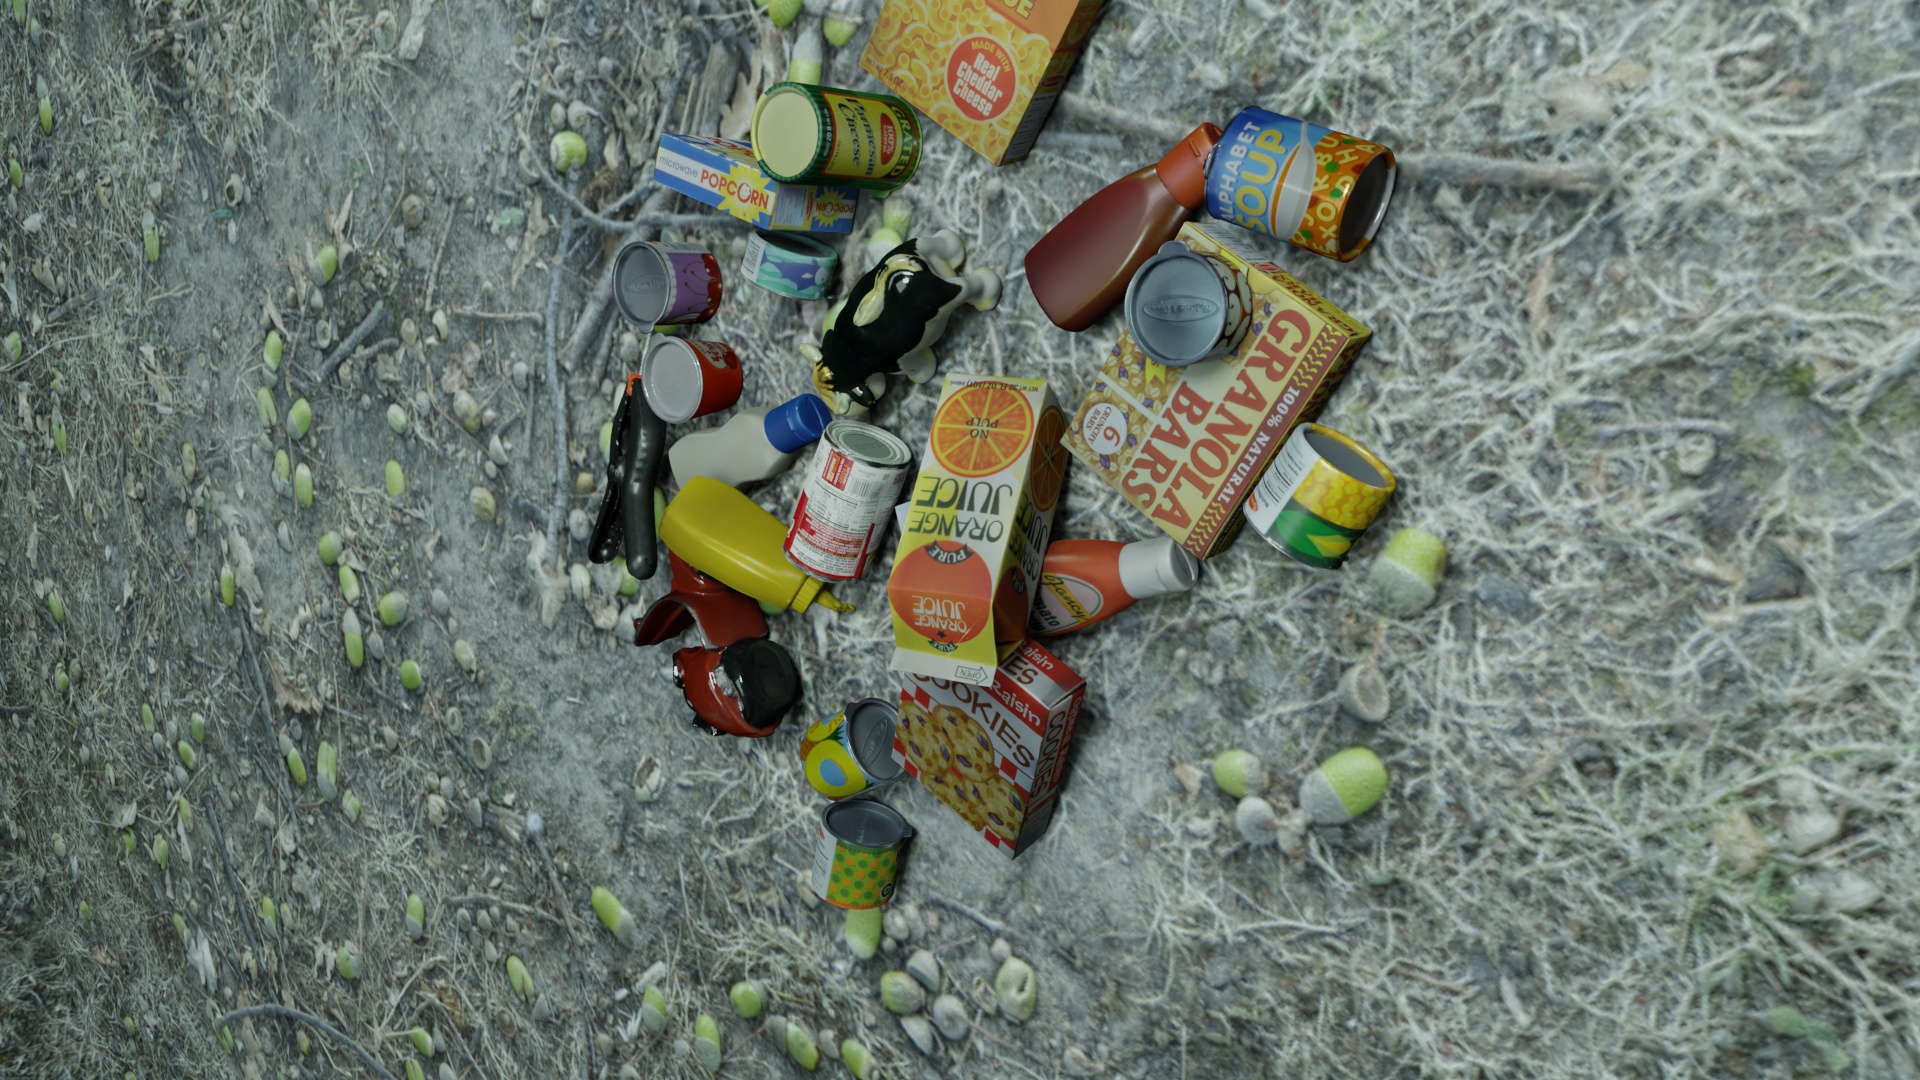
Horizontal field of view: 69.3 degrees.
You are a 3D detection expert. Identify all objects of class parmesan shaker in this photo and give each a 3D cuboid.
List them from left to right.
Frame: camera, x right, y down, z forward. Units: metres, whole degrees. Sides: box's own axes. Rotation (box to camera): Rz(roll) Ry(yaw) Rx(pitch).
[{"bbox_3d":[-0.083,-0.270,0.944,0.071,0.103,0.071,8,104,36],"label":"parmesan shaker"}]

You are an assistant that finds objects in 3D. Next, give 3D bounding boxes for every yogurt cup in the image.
[{"bbox_3d":[-0.210,-0.128,1.098,0.072,0.054,0.072,8,104,36],"label":"yogurt cup"}]

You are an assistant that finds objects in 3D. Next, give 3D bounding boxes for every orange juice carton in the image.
[{"bbox_3d":[0.010,-0.004,0.878,0.072,0.073,0.193,7,70,22],"label":"orange juice carton"}]

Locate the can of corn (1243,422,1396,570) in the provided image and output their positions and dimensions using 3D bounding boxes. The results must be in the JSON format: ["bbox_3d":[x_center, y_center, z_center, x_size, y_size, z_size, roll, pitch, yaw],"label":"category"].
[{"bbox_3d":[0.208,-0.025,0.795,0.071,0.071,0.058,42,121,23],"label":"can of corn"}]

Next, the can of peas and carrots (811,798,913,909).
[{"bbox_3d":[-0.075,0.239,1.061,0.071,0.071,0.058,24,113,32],"label":"can of peas and carrots"}]

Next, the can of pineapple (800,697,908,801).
[{"bbox_3d":[-0.079,0.156,1.045,0.057,0.071,0.071,-29,81,38],"label":"can of pineapple"}]

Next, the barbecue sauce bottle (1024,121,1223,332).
[{"bbox_3d":[0.106,-0.194,0.852,0.148,0.044,0.065,-38,63,35],"label":"barbecue sauce bottle"}]

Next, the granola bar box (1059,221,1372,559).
[{"bbox_3d":[0.149,-0.090,0.842,0.124,0.039,0.164,42,121,24],"label":"granola bar box"}]

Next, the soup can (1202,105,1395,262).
[{"bbox_3d":[0.187,-0.198,0.772,0.084,0.071,0.071,29,115,30],"label":"soup can"}]

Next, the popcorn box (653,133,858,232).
[{"bbox_3d":[-0.149,-0.259,1.007,0.127,0.085,0.038,28,114,30],"label":"popcorn box"}]

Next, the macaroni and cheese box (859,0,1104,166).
[{"bbox_3d":[0.021,-0.341,0.869,0.124,0.040,0.165,40,126,13],"label":"macaroni and cheese box"}]

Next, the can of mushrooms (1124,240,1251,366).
[{"bbox_3d":[0.131,-0.136,0.799,0.071,0.033,0.071,8,103,38],"label":"can of mushrooms"}]

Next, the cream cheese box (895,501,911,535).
[{"bbox_3d":[0.003,-0.012,0.977,0.103,0.024,0.053,-16,87,38],"label":"cream cheese box"}]

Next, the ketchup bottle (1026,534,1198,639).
[{"bbox_3d":[0.083,0.026,0.909,0.148,0.044,0.064,-14,117,38],"label":"ketchup bottle"}]

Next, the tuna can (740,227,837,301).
[{"bbox_3d":[-0.122,-0.201,1.012,0.071,0.071,0.032,32,116,28],"label":"tuna can"}]

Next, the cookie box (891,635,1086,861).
[{"bbox_3d":[0.016,0.124,0.953,0.123,0.040,0.166,37,138,27],"label":"cookie box"}]

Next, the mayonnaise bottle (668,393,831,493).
[{"bbox_3d":[-0.163,-0.072,1.083,0.147,0.041,0.064,-22,93,37],"label":"mayonnaise bottle"}]

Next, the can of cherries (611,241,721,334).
[{"bbox_3d":[-0.232,-0.200,1.099,0.071,0.058,0.071,8,103,35],"label":"can of cherries"}]

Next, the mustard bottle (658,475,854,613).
[{"bbox_3d":[-0.152,0.015,1.066,0.160,0.066,0.048,34,140,0],"label":"mustard bottle"}]
